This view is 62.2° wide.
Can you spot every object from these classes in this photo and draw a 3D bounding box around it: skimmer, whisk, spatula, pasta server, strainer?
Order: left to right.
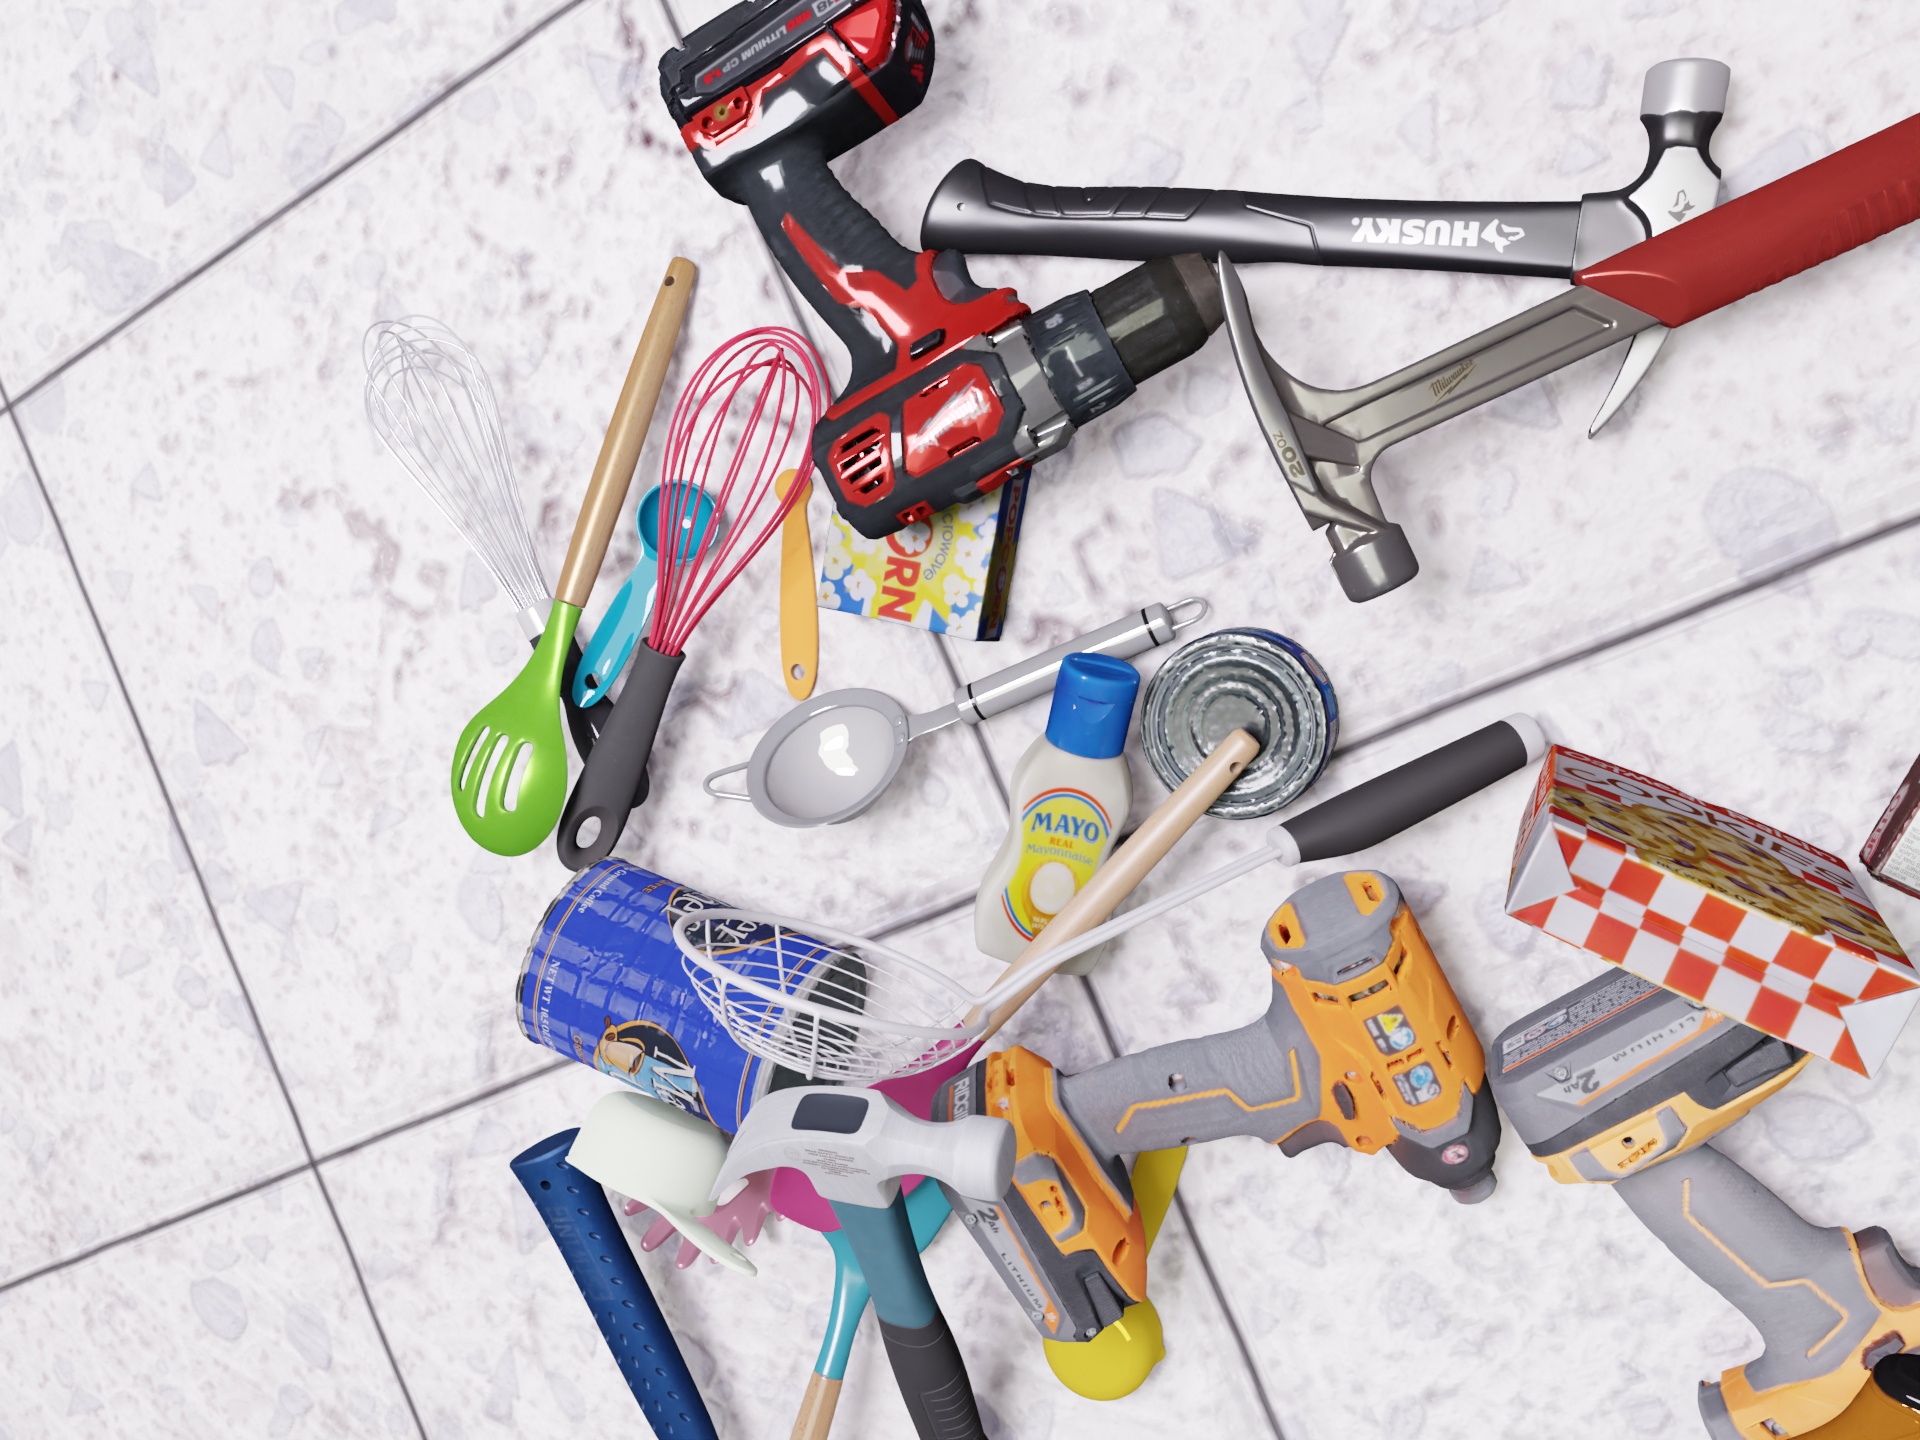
[{"bbox_3d":[-0.234,-0.081,0.829,0.070,0.070,0.284,-26,91,21],"label":"whisk"},{"bbox_3d":[-0.139,-0.053,0.779,0.073,0.073,0.295,29,106,15],"label":"whisk"},{"bbox_3d":[-0.075,0.349,0.781,0.082,0.044,0.317,17,86,-1],"label":"spatula"},{"bbox_3d":[-0.026,0.211,0.793,0.316,0.040,0.060,-20,99,20],"label":"pasta server"},{"bbox_3d":[-0.001,-0.002,0.759,0.258,0.050,0.087,-23,44,16],"label":"strainer"},{"bbox_3d":[0.069,0.050,0.646,0.363,0.127,0.090,-23,102,-8],"label":"skimmer"}]

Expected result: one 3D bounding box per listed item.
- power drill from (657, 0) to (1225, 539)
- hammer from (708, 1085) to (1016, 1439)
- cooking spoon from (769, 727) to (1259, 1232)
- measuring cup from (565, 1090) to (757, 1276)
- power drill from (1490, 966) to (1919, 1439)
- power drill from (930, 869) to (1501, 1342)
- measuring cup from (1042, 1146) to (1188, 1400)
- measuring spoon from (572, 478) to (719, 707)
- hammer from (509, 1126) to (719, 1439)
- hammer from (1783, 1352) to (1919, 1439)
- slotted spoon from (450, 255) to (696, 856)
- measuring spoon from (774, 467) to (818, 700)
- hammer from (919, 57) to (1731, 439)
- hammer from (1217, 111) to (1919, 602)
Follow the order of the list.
[{"bbox_3d":[-0.009,-0.213,0.684,0.188,0.080,0.227,-27,87,13],"label":"power drill"},{"bbox_3d":[-0.020,0.264,0.698,0.128,0.033,0.330,6,135,18],"label":"hammer"},{"bbox_3d":[0.024,0.123,0.725,0.068,0.017,0.319,35,105,-25],"label":"cooking spoon"},{"bbox_3d":[-0.125,0.211,0.736,0.168,0.083,0.038,8,73,59],"label":"measuring cup"},{"bbox_3d":[0.345,0.192,0.631,0.185,0.084,0.226,-35,88,21],"label":"power drill"},{"bbox_3d":[0.119,0.181,0.695,0.226,0.084,0.164,-28,108,11],"label":"power drill"},{"bbox_3d":[0.080,0.254,0.761,0.062,0.029,0.156,19,103,18],"label":"measuring cup"},{"bbox_3d":[-0.164,-0.064,0.813,0.042,0.021,0.128,29,96,-5],"label":"measuring spoon"},{"bbox_3d":[-0.133,0.402,0.828,0.144,0.035,0.405,-22,95,22],"label":"hammer"},{"bbox_3d":[0.275,0.351,0.649,0.127,0.034,0.336,46,125,10],"label":"hammer"},{"bbox_3d":[-0.189,-0.083,0.794,0.070,0.031,0.314,18,88,21],"label":"slotted spoon"},{"bbox_3d":[-0.084,-0.068,0.797,0.021,0.011,0.117,1,96,20],"label":"measuring spoon"},{"bbox_3d":[0.140,-0.206,0.687,0.335,0.035,0.146,8,98,20],"label":"hammer"},{"bbox_3d":[0.283,-0.183,0.600,0.359,0.037,0.149,-24,95,11],"label":"hammer"}]
